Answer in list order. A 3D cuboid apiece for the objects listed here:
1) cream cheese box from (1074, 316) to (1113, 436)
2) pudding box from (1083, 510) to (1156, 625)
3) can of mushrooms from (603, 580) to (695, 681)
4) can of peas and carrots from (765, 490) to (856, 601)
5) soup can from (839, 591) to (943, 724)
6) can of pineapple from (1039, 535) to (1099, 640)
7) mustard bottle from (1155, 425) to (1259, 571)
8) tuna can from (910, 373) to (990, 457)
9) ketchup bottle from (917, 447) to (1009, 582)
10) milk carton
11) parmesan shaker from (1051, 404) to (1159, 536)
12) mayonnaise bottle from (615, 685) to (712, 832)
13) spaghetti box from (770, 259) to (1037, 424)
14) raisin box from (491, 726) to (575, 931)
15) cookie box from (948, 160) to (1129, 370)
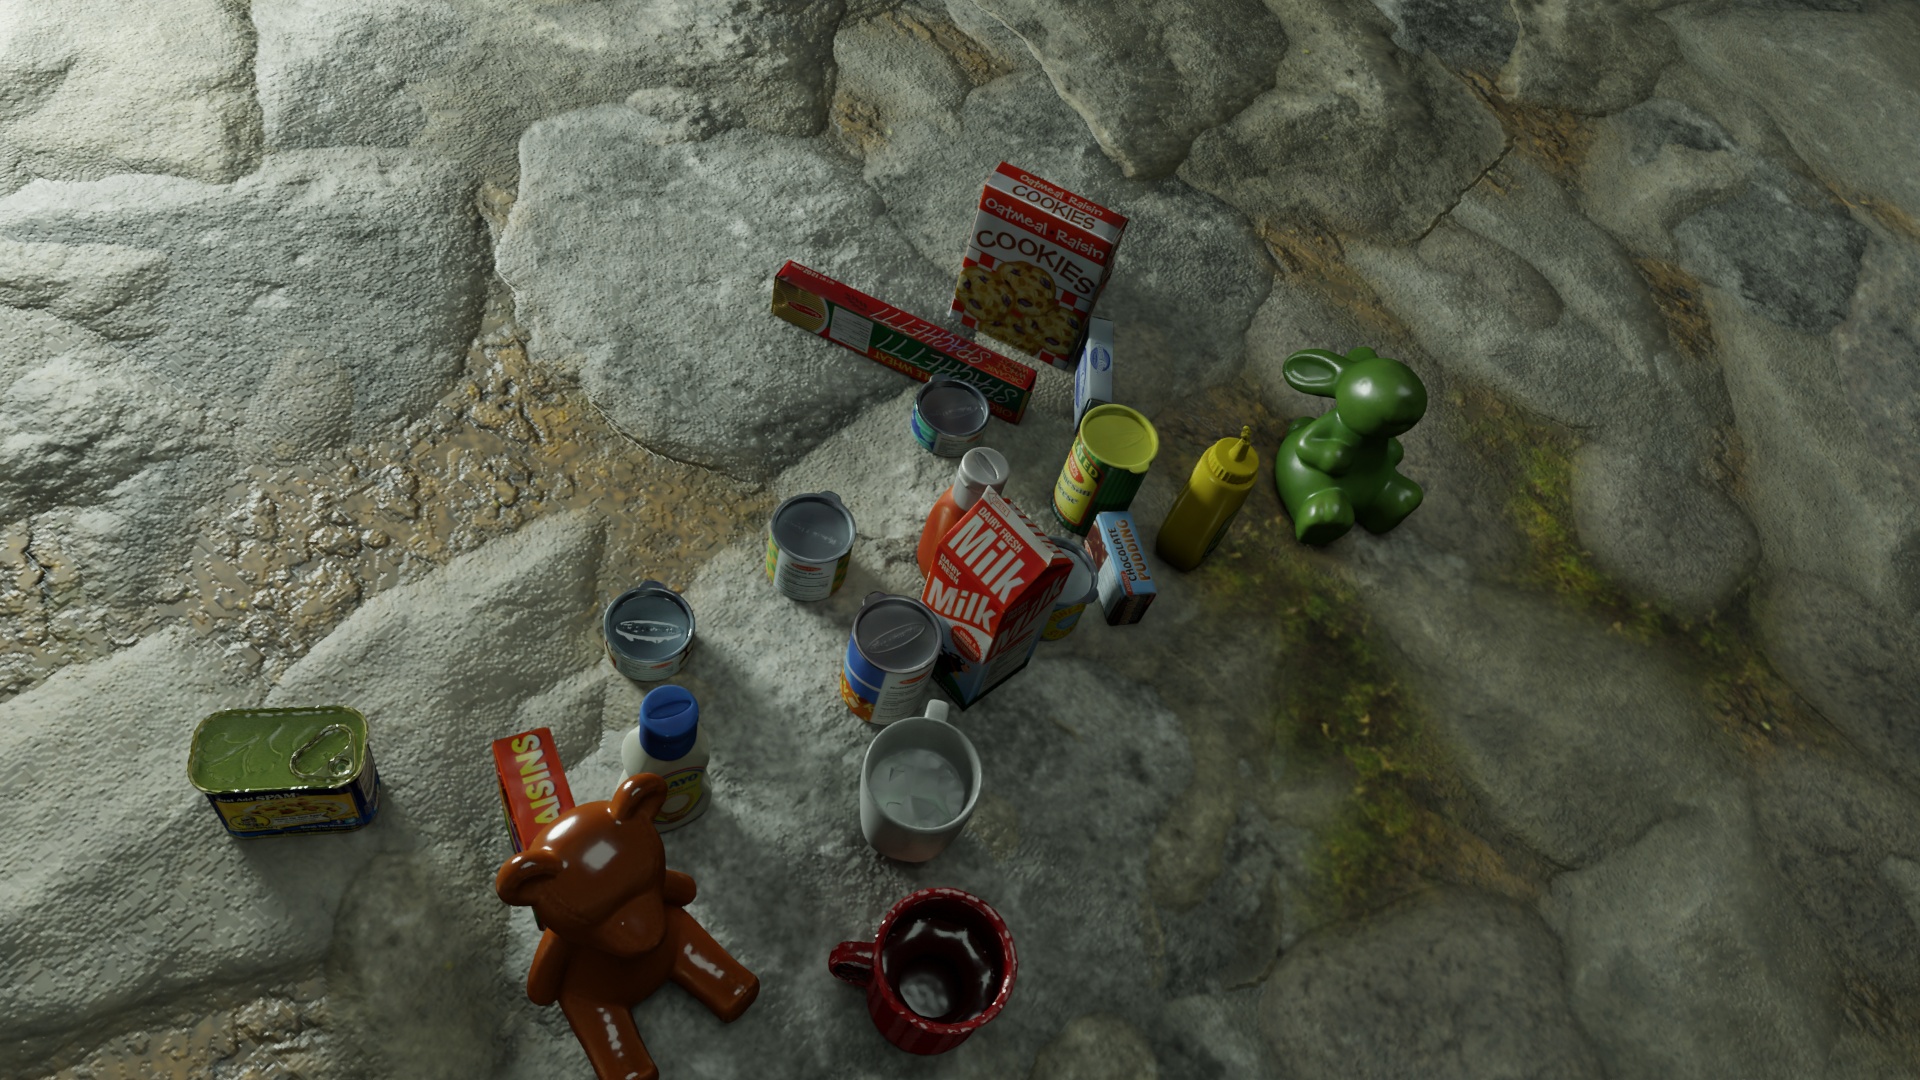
[{"bbox_3d":[0.121,-0.148,1.260,0.024,0.053,0.104,10,54,-7],"label":"cream cheese box"},{"bbox_3d":[0.131,0.022,1.147,0.030,0.049,0.084,-4,57,-16],"label":"pudding box"},{"bbox_3d":[-0.232,0.068,1.036,0.071,0.033,0.071,7,55,-9],"label":"can of mushrooms"},{"bbox_3d":[-0.118,0.004,1.093,0.071,0.058,0.071,7,55,-9],"label":"can of peas and carrots"},{"bbox_3d":[-0.054,0.088,1.035,0.071,0.083,0.072,7,55,-9],"label":"soup can"},{"bbox_3d":[0.072,0.040,1.114,0.071,0.057,0.071,7,55,-9],"label":"can of pineapple"},{"bbox_3d":[0.209,-0.039,1.140,0.049,0.159,0.065,36,55,12],"label":"mustard bottle"},{"bbox_3d":[-0.010,-0.109,1.214,0.071,0.032,0.071,7,55,-9],"label":"tuna can"},{"bbox_3d":[0.004,-0.014,1.079,0.044,0.148,0.065,-24,64,-27],"label":"ketchup bottle"},{"bbox_3d":[0.023,0.039,1.021,0.074,0.189,0.072,-32,69,-30],"label":"milk carton"},{"bbox_3d":[0.120,-0.054,1.164,0.071,0.102,0.071,7,55,-9],"label":"parmesan shaker"},{"bbox_3d":[-0.195,0.146,0.919,0.065,0.147,0.041,-16,61,-23],"label":"mayonnaise bottle"},{"bbox_3d":[-0.051,-0.176,1.241,0.250,0.050,0.029,25,54,4],"label":"spaghetti box"},{"bbox_3d":[-0.267,0.186,0.889,0.040,0.122,0.086,-15,61,-23],"label":"raisin box"},{"bbox_3d":[0.066,-0.243,1.243,0.123,0.166,0.040,26,54,5],"label":"cookie box"}]
